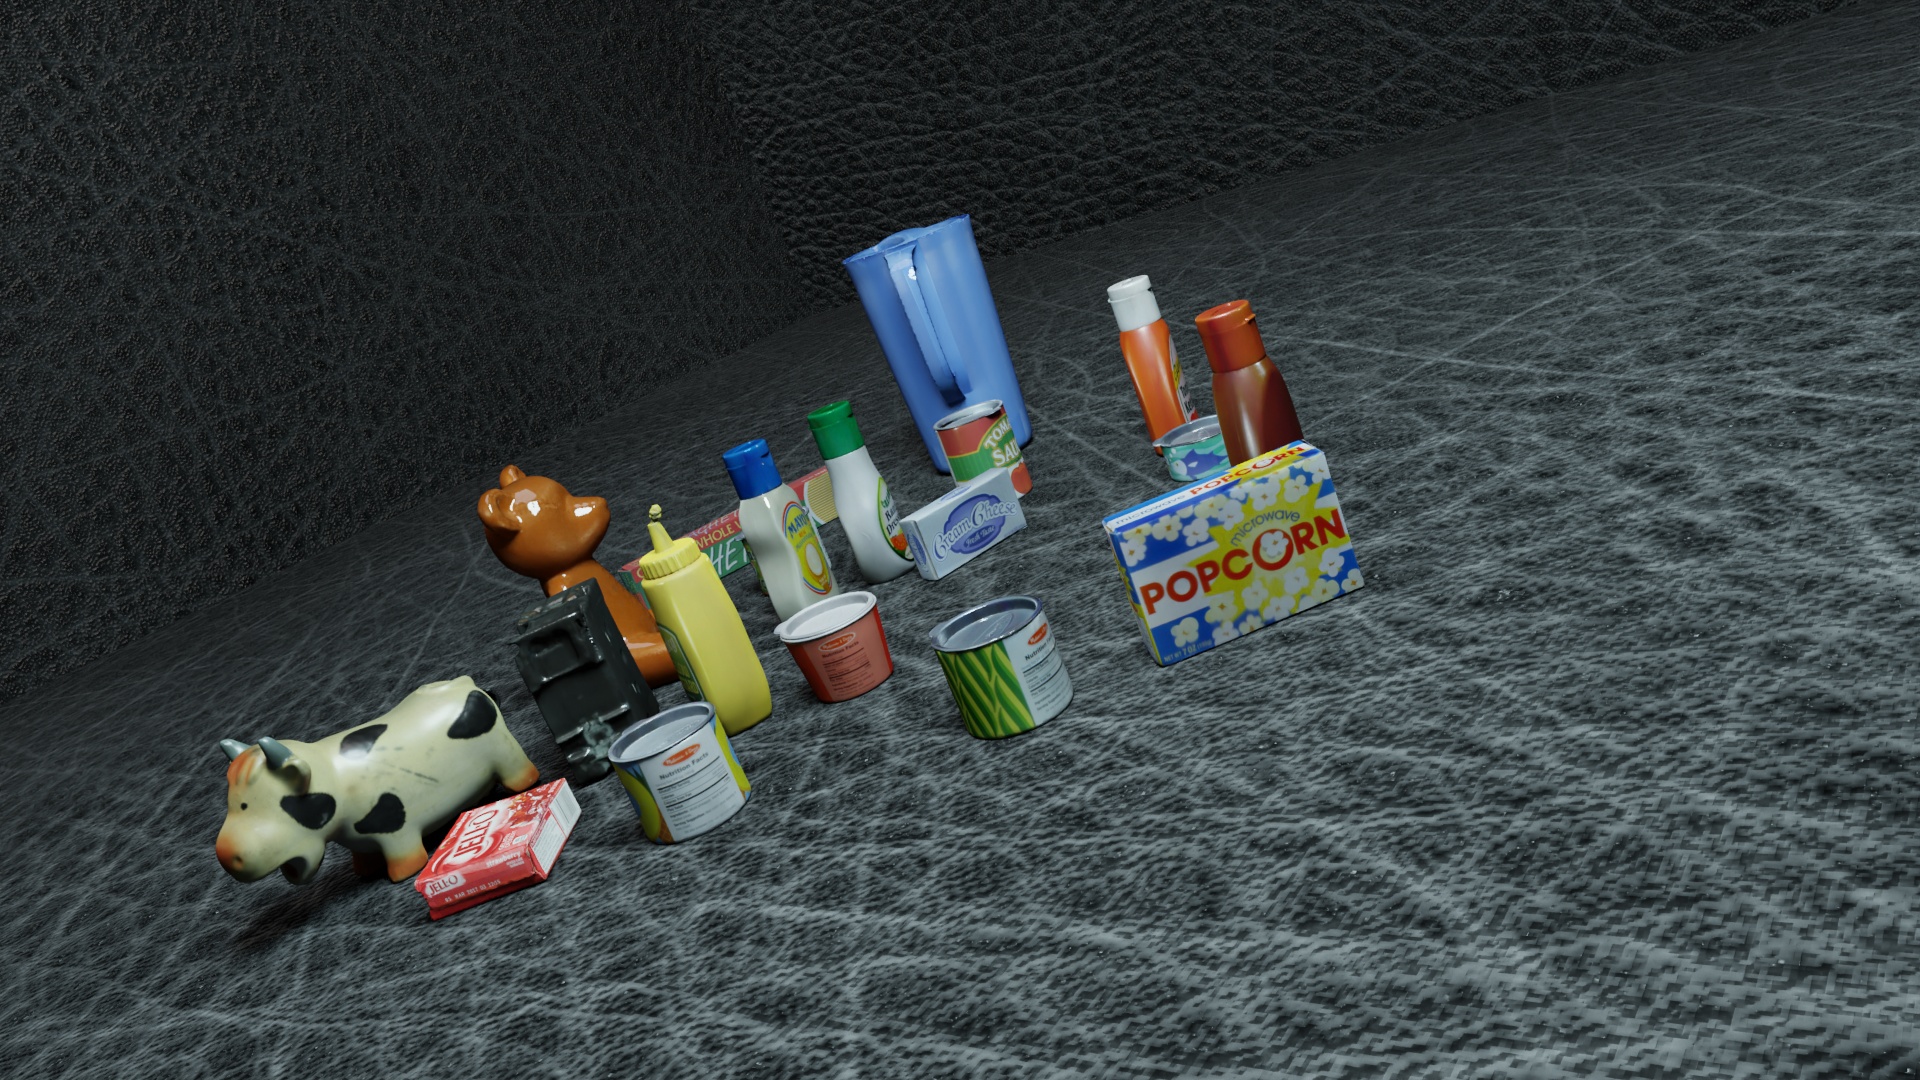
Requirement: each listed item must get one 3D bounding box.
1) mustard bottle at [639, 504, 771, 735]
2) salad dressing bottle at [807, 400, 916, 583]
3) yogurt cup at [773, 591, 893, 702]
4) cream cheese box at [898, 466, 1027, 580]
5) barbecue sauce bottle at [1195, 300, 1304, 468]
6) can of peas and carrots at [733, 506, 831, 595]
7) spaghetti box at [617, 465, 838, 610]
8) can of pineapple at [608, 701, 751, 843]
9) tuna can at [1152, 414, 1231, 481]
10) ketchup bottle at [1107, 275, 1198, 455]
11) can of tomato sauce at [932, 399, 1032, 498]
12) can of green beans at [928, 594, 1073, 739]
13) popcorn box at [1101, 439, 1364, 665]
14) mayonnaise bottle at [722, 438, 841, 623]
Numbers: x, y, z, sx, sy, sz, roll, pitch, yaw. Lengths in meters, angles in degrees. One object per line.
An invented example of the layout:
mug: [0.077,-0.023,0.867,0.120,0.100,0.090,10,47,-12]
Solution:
mustard bottle: [-0.177,0.051,0.923,0.049,0.160,0.065,-28,16,-25]
salad dressing bottle: [-0.082,-0.039,1.130,0.044,0.147,0.064,-17,15,17]
yogurt cup: [-0.079,0.072,0.923,0.072,0.053,0.072,-20,15,6]
cream cheese box: [0.004,-0.014,1.109,0.104,0.053,0.024,-31,18,-32]
barbecue sauce bottle: [0.194,-0.082,0.913,0.043,0.148,0.065,-8,20,42]
can of peas and carrots: [-0.156,0.010,1.226,0.071,0.058,0.071,-20,15,6]
spaghetti box: [-0.214,-0.004,1.368,0.251,0.050,0.028,-29,17,-28]
can of pineapple: [-0.164,0.135,0.811,0.071,0.057,0.071,-20,15,6]
tuna can: [0.191,-0.073,1.105,0.071,0.032,0.071,-20,15,6]
ketchup bottle: [0.164,-0.150,1.182,0.043,0.148,0.065,-16,16,20]
can of tomato sauce: [0.022,-0.075,1.239,0.071,0.083,0.071,-20,15,6]
can of green beans: [0.024,0.071,0.783,0.071,0.057,0.071,-20,15,6]
popcorn box: [0.153,0.007,0.782,0.127,0.085,0.038,-22,15,-3]
mayonnaise bottle: [-0.143,-0.006,1.095,0.041,0.147,0.065,-14,16,24]
